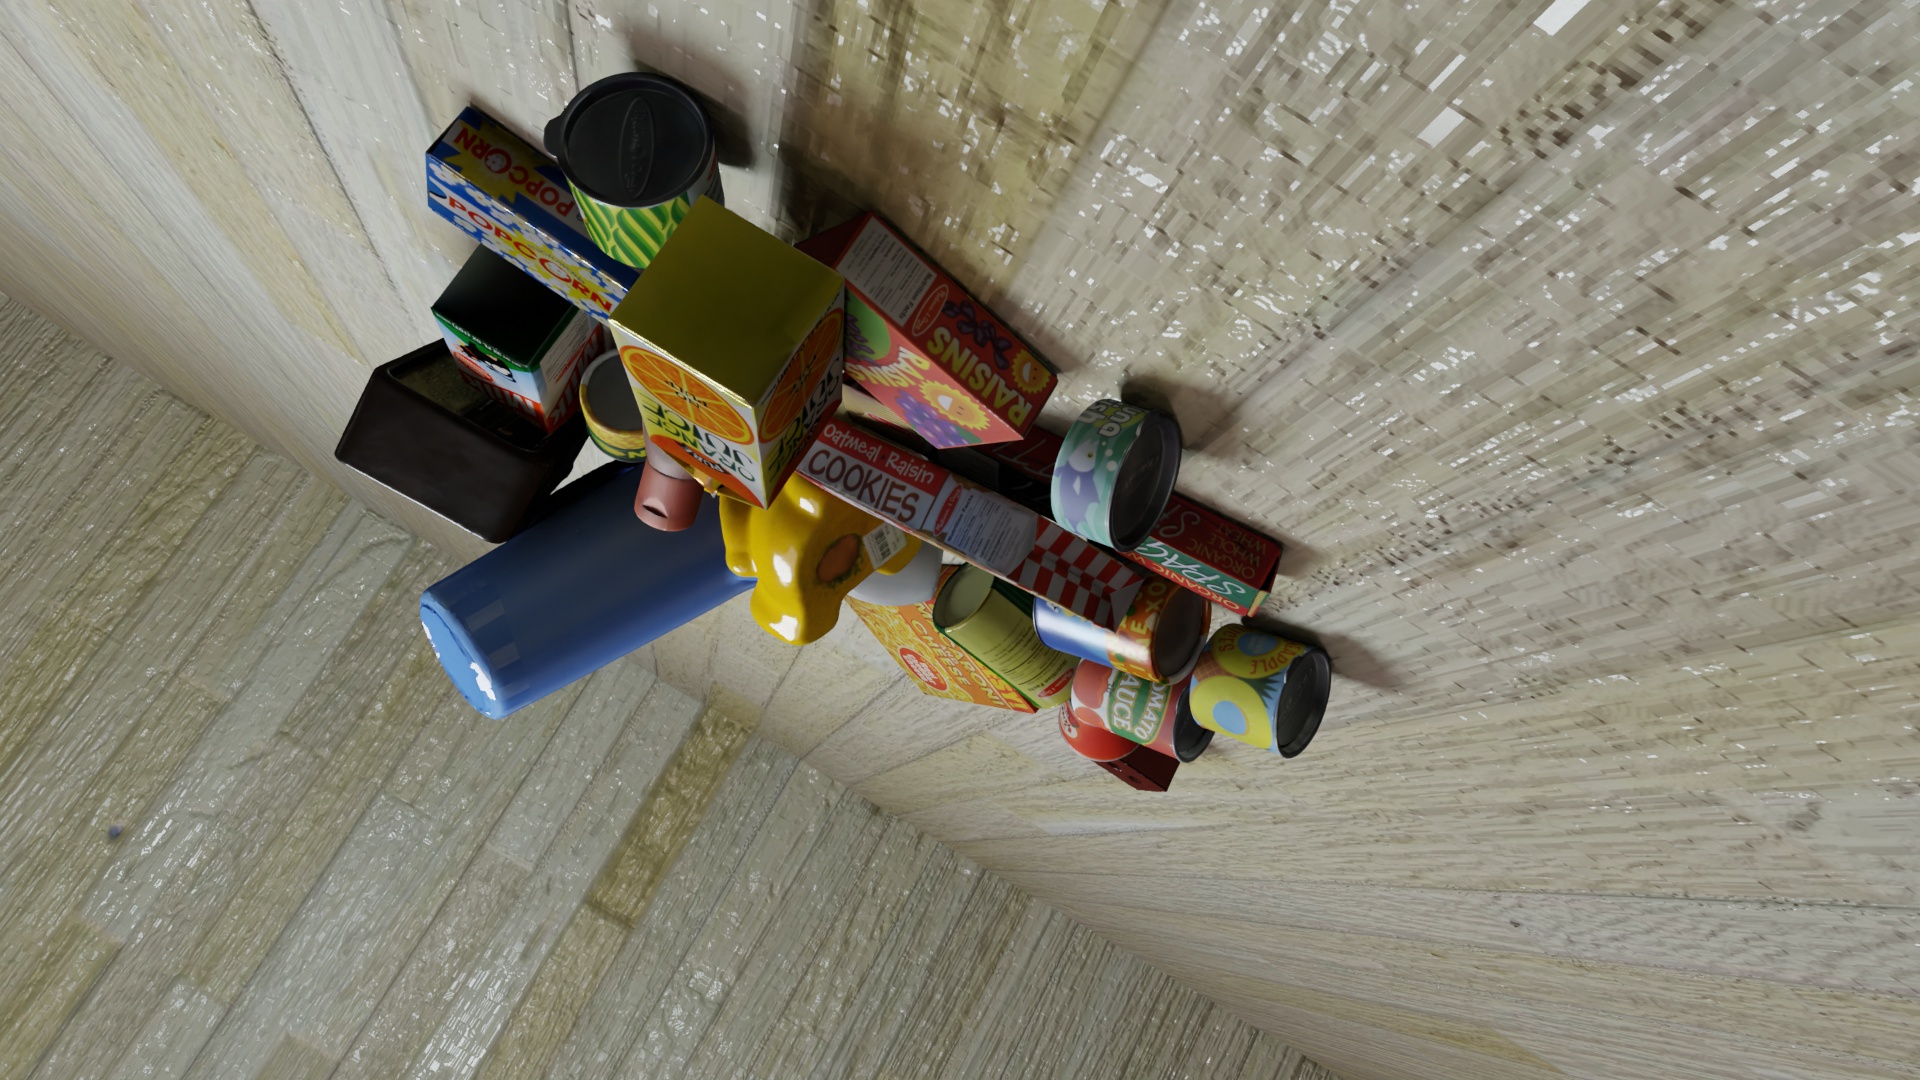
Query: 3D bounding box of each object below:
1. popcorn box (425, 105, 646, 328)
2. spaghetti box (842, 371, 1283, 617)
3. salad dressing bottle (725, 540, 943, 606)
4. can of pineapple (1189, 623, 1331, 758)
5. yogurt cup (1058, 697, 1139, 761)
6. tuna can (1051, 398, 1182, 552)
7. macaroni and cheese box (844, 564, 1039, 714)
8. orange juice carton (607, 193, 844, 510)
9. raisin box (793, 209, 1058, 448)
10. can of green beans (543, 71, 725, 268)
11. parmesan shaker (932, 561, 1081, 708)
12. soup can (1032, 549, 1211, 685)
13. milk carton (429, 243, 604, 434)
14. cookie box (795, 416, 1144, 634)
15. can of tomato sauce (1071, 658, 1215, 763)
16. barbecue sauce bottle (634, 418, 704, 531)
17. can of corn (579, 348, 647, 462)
[{"bbox_3d":[-0.233,-0.177,0.778,0.126,0.038,0.085,34,164,-13],"label":"popcorn box"},{"bbox_3d":[0.051,-0.031,0.738,0.250,0.029,0.050,27,164,11],"label":"spaghetti box"},{"bbox_3d":[-0.087,0.007,0.970,0.148,0.064,0.044,10,-178,-4],"label":"salad dressing bottle"},{"bbox_3d":[0.174,0.085,0.807,0.058,0.071,0.071,17,159,38],"label":"can of pineapple"},{"bbox_3d":[0.107,0.125,1.044,0.072,0.073,0.053,24,154,19],"label":"yogurt cup"},{"bbox_3d":[0.072,-0.033,0.639,0.033,0.071,0.071,22,161,29],"label":"tuna can"},{"bbox_3d":[-0.011,0.073,1.091,0.123,0.040,0.166,51,156,-21],"label":"macaroni and cheese box"},{"bbox_3d":[-0.104,-0.075,0.661,0.073,0.072,0.192,31,164,3],"label":"orange juice carton"},{"bbox_3d":[-0.025,-0.096,0.661,0.123,0.040,0.086,39,161,-24],"label":"raisin box"},{"bbox_3d":[-0.140,-0.162,0.614,0.071,0.071,0.057,29,163,5],"label":"can of green beans"},{"bbox_3d":[0.040,0.061,0.970,0.103,0.071,0.071,40,161,-26],"label":"parmesan shaker"},{"bbox_3d":[0.094,0.040,0.813,0.084,0.071,0.071,15,158,38],"label":"soup can"},{"bbox_3d":[-0.295,-0.133,0.946,0.072,0.073,0.190,32,164,-3],"label":"milk carton"},{"bbox_3d":[0.003,-0.010,0.775,0.168,0.040,0.123,27,180,38],"label":"cookie box"},{"bbox_3d":[0.126,0.105,0.941,0.083,0.071,0.071,18,159,36],"label":"can of tomato sauce"},{"bbox_3d":[-0.150,-0.074,0.780,0.065,0.044,0.147,26,121,6],"label":"barbecue sauce bottle"},{"bbox_3d":[-0.226,-0.092,0.961,0.071,0.071,0.058,30,163,-1],"label":"can of corn"}]
